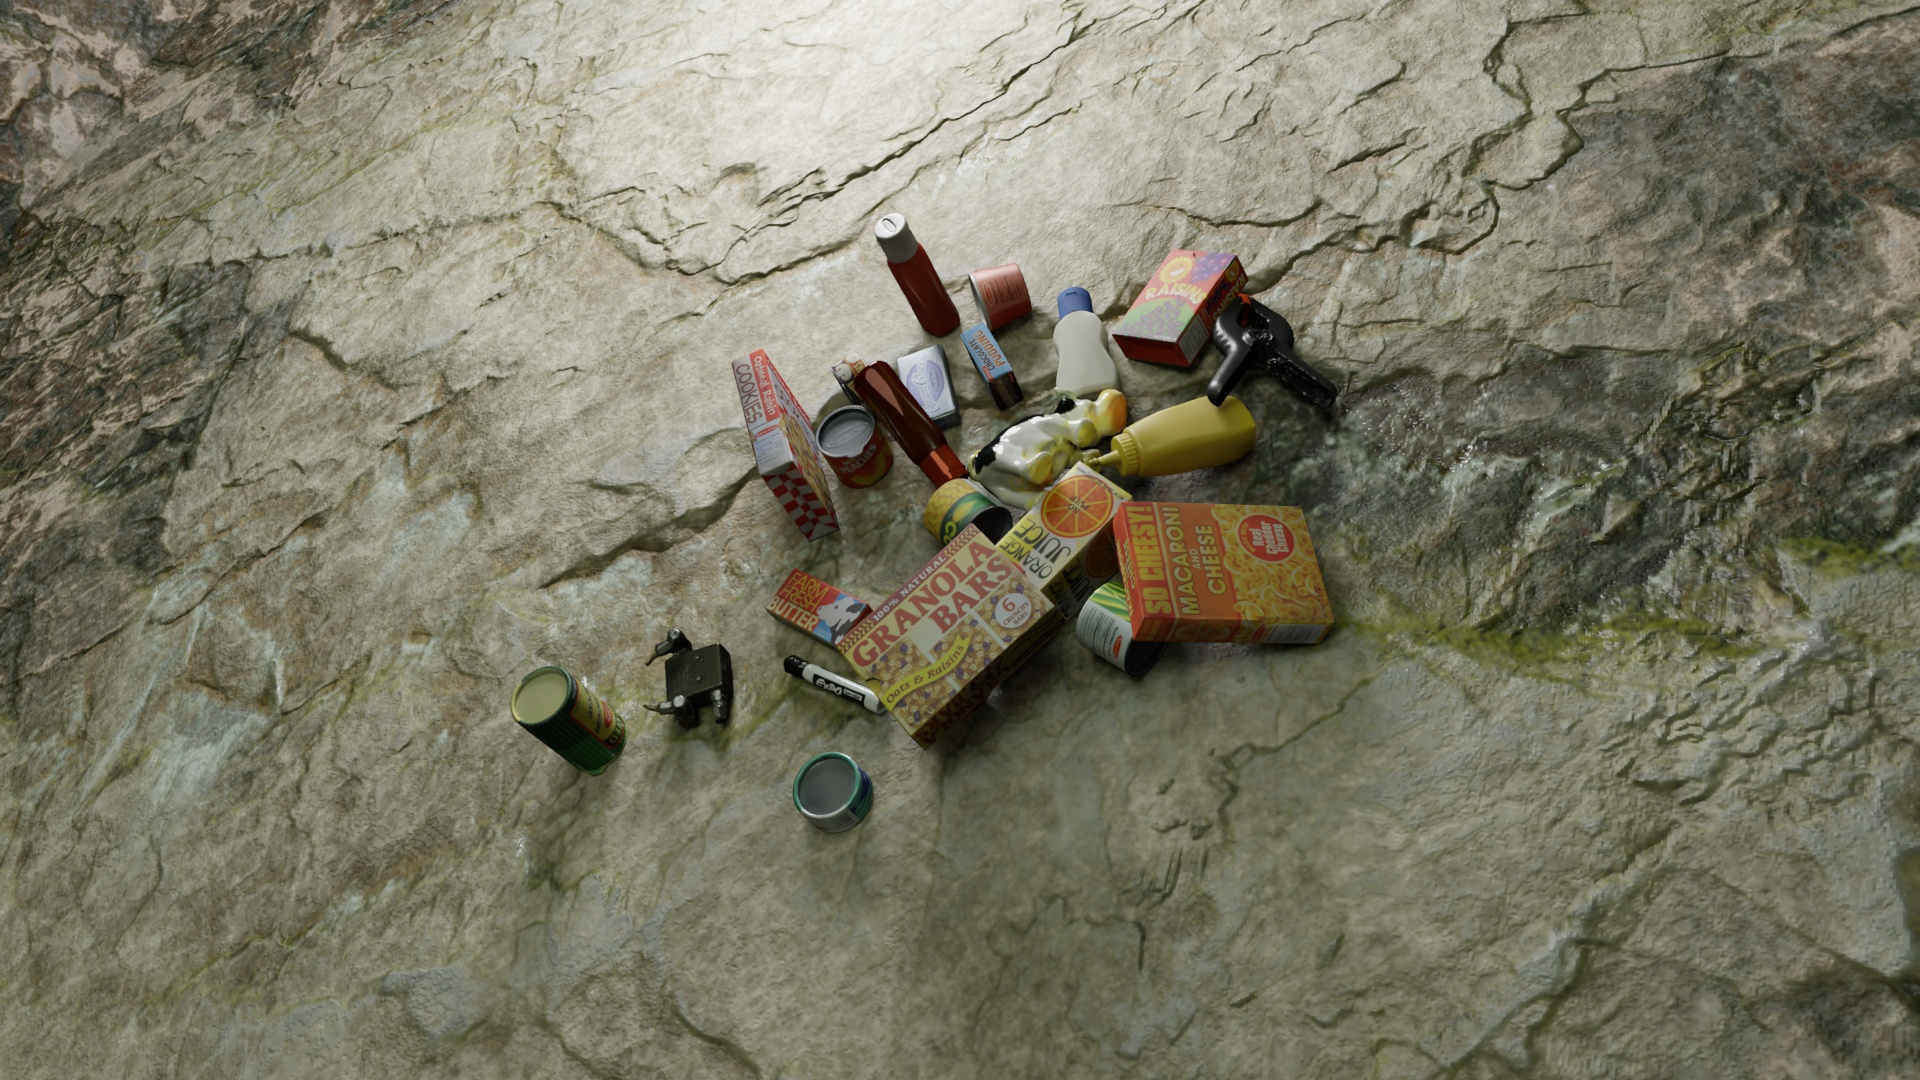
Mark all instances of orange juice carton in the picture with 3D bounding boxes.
[{"bbox_3d":[0.077,0.027,1.273,0.193,0.072,0.072,-45,53,-10],"label":"orange juice carton"}]

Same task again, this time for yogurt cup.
[{"bbox_3d":[0.043,-0.264,1.493,0.054,0.072,0.073,-19,52,-1],"label":"yogurt cup"}]

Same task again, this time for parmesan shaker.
[{"bbox_3d":[-0.375,0.174,1.336,0.071,0.102,0.071,-11,54,15],"label":"parmesan shaker"}]

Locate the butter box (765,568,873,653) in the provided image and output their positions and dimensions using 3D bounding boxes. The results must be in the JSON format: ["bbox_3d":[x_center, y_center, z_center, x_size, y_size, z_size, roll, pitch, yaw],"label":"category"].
[{"bbox_3d":[-0.138,0.069,1.361,0.103,0.024,0.053,24,69,33],"label":"butter box"}]

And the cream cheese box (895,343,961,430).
[{"bbox_3d":[-0.034,-0.160,1.476,0.053,0.024,0.104,-20,52,11],"label":"cream cheese box"}]

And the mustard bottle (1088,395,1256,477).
[{"bbox_3d":[0.193,-0.091,1.296,0.160,0.048,0.065,-15,46,-11],"label":"mustard bottle"}]

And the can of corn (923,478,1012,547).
[{"bbox_3d":[0.005,-0.017,1.336,0.071,0.071,0.058,-43,52,-10],"label":"can of corn"}]

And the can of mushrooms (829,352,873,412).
[{"bbox_3d":[-0.109,-0.165,1.482,0.033,0.070,0.071,-32,52,-3],"label":"can of mushrooms"}]

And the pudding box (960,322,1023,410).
[{"bbox_3d":[0.032,-0.182,1.449,0.030,0.049,0.084,-27,51,1],"label":"pudding box"}]

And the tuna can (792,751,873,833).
[{"bbox_3d":[-0.114,0.222,1.242,0.071,0.032,0.071,-10,55,15],"label":"tuna can"}]

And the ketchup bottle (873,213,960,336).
[{"bbox_3d":[-0.049,-0.286,1.490,0.043,0.148,0.065,-36,52,-2],"label":"ketchup bottle"}]

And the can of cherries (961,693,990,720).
[{"bbox_3d":[-0.009,0.120,1.249,0.071,0.071,0.058,-44,53,-10],"label":"can of cherries"}]

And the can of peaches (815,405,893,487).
[{"bbox_3d":[-0.109,-0.095,1.441,0.071,0.058,0.071,-10,55,15],"label":"can of peaches"}]

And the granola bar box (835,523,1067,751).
[{"bbox_3d":[-0.010,0.081,1.205,0.165,0.039,0.124,-42,54,-4],"label":"granola bar box"}]

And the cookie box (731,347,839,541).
[{"bbox_3d":[-0.182,-0.099,1.432,0.040,0.122,0.168,-23,52,5],"label":"cookie box"}]

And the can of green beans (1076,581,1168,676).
[{"bbox_3d":[0.143,0.077,1.216,0.058,0.071,0.071,30,73,35],"label":"can of green beans"}]

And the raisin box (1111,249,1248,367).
[{"bbox_3d":[0.222,-0.237,1.406,0.086,0.040,0.124,17,64,46],"label":"raisin box"}]

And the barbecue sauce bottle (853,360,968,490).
[{"bbox_3d":[-0.048,-0.113,1.406,0.043,0.065,0.149,-38,76,1],"label":"barbecue sauce bottle"}]

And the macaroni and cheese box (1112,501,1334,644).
[{"bbox_3d":[0.222,0.028,1.191,0.167,0.040,0.124,1,53,-10],"label":"macaroni and cheese box"}]

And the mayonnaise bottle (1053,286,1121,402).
[{"bbox_3d":[0.126,-0.198,1.429,0.065,0.041,0.149,-13,52,11],"label":"mayonnaise bottle"}]
